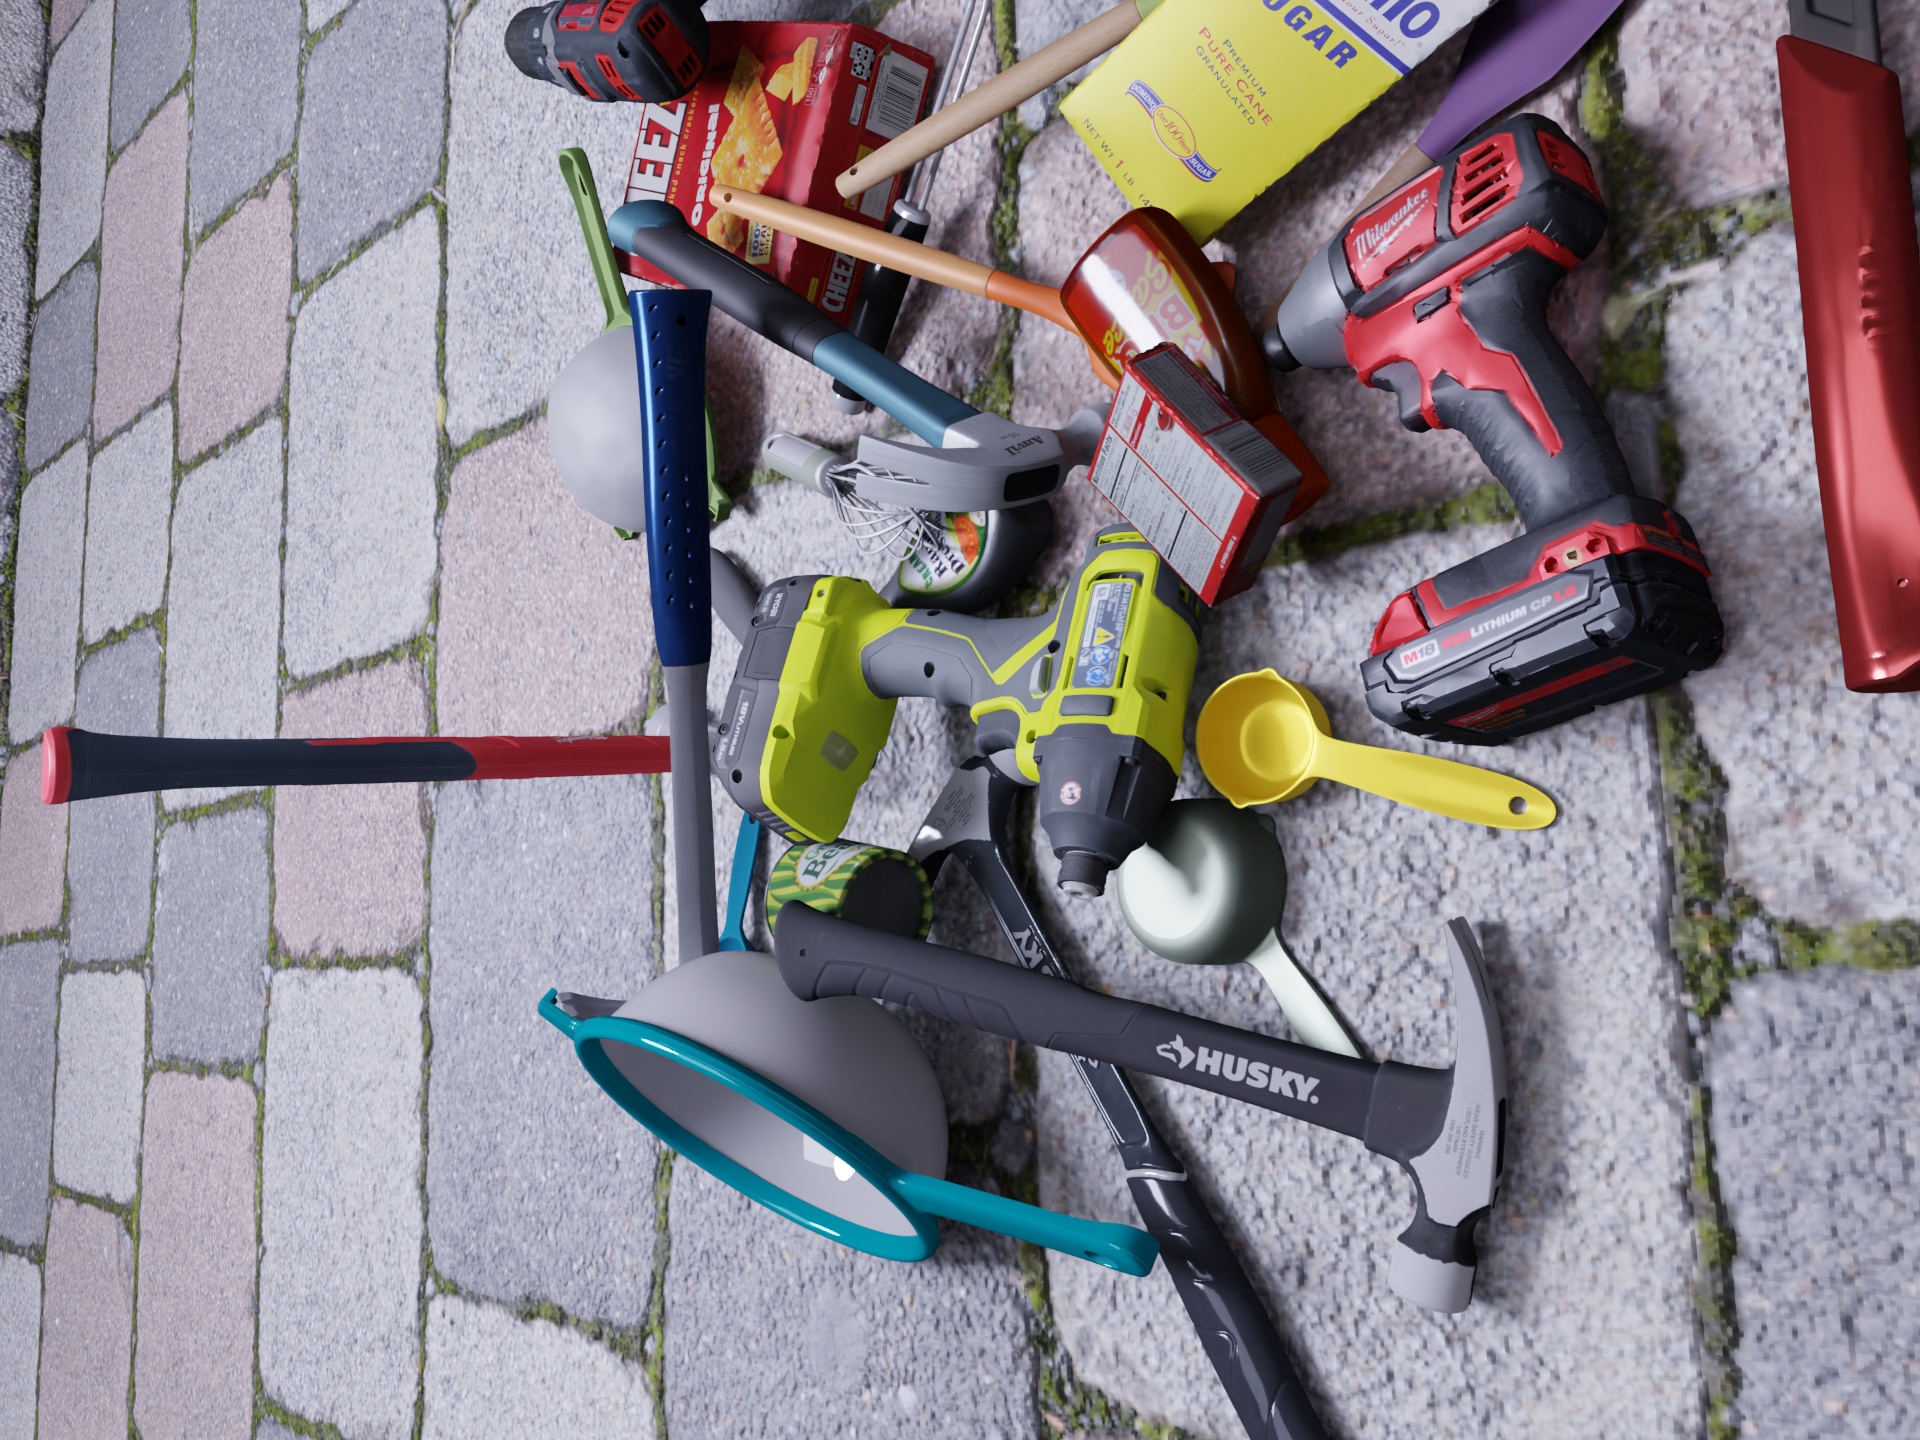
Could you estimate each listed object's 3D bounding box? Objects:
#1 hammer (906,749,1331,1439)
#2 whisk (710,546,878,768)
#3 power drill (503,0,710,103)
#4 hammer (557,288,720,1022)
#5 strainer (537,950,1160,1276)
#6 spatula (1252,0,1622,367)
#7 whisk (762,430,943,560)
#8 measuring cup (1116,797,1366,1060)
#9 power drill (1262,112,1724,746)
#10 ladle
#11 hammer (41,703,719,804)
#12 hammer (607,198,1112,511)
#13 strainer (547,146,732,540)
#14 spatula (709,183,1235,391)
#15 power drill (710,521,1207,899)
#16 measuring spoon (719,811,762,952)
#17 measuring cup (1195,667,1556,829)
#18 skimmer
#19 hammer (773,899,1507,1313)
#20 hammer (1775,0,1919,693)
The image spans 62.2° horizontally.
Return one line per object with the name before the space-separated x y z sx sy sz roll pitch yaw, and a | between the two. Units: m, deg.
hammer | 0.076 0.193 0.730 0.149 0.036 0.409 -50 53 32
whisk | -0.111 -0.036 0.945 0.055 0.055 0.239 -59 45 23
power drill | -0.173 -0.467 0.966 0.188 0.080 0.227 26 75 45
hammer | -0.151 -0.019 0.845 0.035 0.144 0.405 -151 58 -63
strainer | -0.037 0.185 0.777 0.340 0.210 0.095 3 50 40
spatula | 0.181 -0.223 0.682 0.315 0.018 0.060 -50 49 29
whisk | -0.066 -0.133 0.873 0.058 0.059 0.246 -46 29 -4
measuring cup | 0.123 0.103 0.687 0.083 0.038 0.168 -54 49 27
power drill | 0.195 -0.108 0.616 0.143 0.078 0.220 -26 64 41
ladle | 0.058 -0.332 0.758 0.320 0.062 0.078 -19 62 32
hammer | -0.272 0.025 0.857 0.143 0.386 0.038 21 106 46
hammer | -0.074 -0.199 0.829 0.331 0.128 0.033 38 139 31
strainer | -0.235 -0.233 1.017 0.151 0.069 0.256 0 108 52
spatula | -0.007 -0.235 0.824 0.323 0.041 0.081 24 104 23
power drill | -0.001 -0.002 0.749 0.223 0.080 0.171 -1 63 32
measuring spoon | -0.128 0.109 0.970 0.042 0.021 0.129 -5 73 47
measuring cup | 0.173 0.019 0.664 0.157 0.029 0.062 16 97 34
skimmer | 0.015 -0.330 0.860 0.127 0.090 0.363 44 127 31
hammer | 0.062 0.126 0.680 0.335 0.035 0.146 11 92 28
hammer | 0.292 -0.188 0.543 0.149 0.036 0.359 -7 81 39
